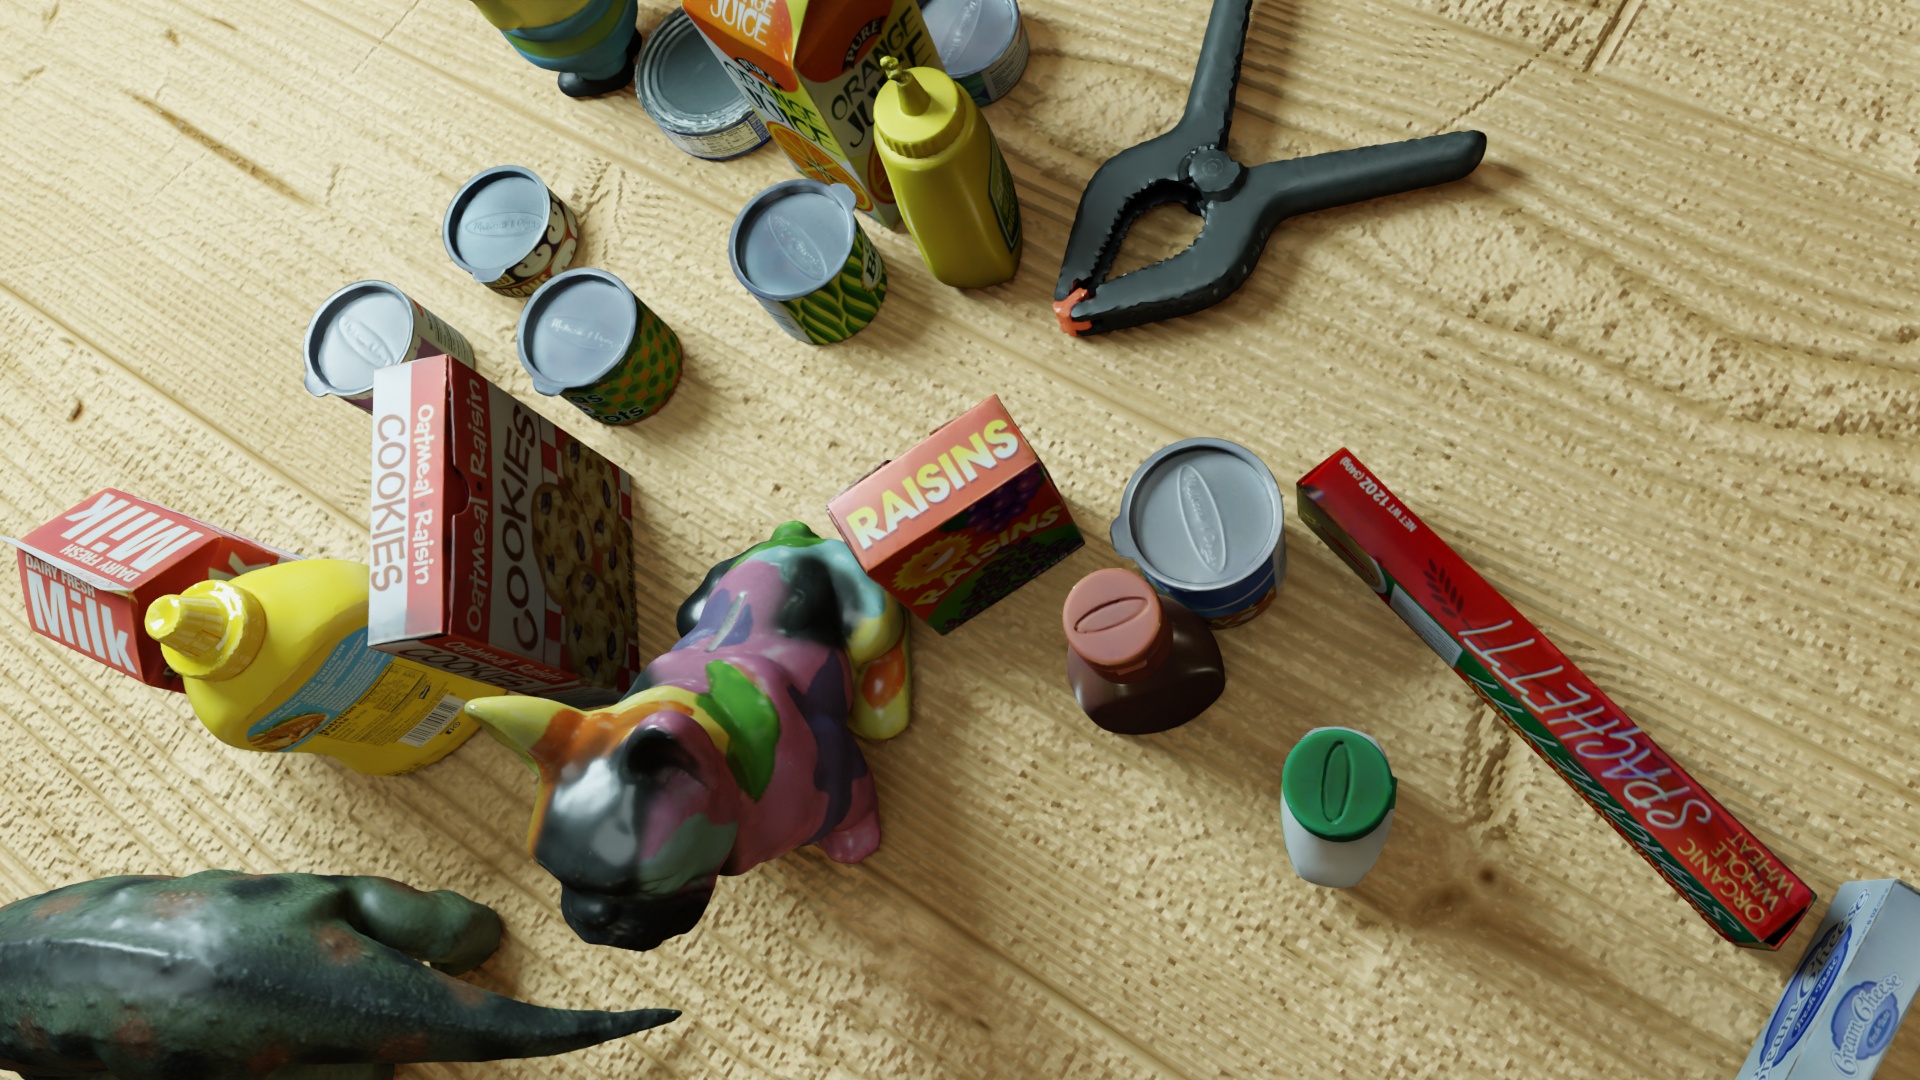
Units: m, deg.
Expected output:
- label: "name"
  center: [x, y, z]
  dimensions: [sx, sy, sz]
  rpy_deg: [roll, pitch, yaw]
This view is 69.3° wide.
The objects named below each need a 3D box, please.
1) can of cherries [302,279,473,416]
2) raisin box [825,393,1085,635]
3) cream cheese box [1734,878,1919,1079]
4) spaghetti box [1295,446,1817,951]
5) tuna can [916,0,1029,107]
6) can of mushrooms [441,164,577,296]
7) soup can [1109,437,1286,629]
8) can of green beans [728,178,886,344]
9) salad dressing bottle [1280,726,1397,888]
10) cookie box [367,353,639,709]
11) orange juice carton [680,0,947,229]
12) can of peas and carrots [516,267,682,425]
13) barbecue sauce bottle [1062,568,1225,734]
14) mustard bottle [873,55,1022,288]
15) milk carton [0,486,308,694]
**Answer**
- label: "can of cherries"
  center: [-0.310, -0.097, 0.752]
  dimensions: [0.071, 0.058, 0.071]
  rpy_deg: [-4, 74, 13]
- label: "raisin box"
  center: [0.002, -0.008, 0.613]
  dimensions: [0.086, 0.123, 0.040]
  rpy_deg: [-33, 69, 3]
- label: "cream cheese box"
  center: [0.325, 0.176, 0.516]
  dimensions: [0.024, 0.053, 0.104]
  rpy_deg: [31, 84, 20]
- label: "spaghetti box"
  center: [0.236, 0.061, 0.574]
  dimensions: [0.028, 0.050, 0.250]
  rpy_deg: [-41, 69, 0]
- label: "tuna can"
  center: [0.000, -0.266, 0.738]
  dimensions: [0.071, 0.032, 0.071]
  rpy_deg: [-4, 73, 13]
- label: "can of mushrooms"
  center: [-0.250, -0.169, 0.772]
  dimensions: [0.071, 0.033, 0.071]
  rpy_deg: [-4, 73, 13]
- label: "soup can"
  center: [0.105, 0.000, 0.606]
  dimensions: [0.071, 0.083, 0.071]
  rpy_deg: [-4, 74, 13]
- label: "can of green beans"
  center: [-0.076, -0.140, 0.707]
  dimensions: [0.071, 0.057, 0.071]
  rpy_deg: [-4, 74, 13]
- label: "salad dressing bottle"
  center: [0.144, 0.099, 0.533]
  dimensions: [0.044, 0.147, 0.064]
  rpy_deg: [7, 76, 16]
- label: "cookie box"
  center: [-0.203, 0.003, 0.638]
  dimensions: [0.040, 0.167, 0.123]
  rpy_deg: [-11, 72, 11]
- label: "orange juice carton"
  center: [-0.064, -0.234, 0.659]
  dimensions: [0.072, 0.192, 0.073]
  rpy_deg: [35, 86, 20]
- label: "can of peas and carrots"
  center: [-0.187, -0.097, 0.721]
  dimensions: [0.071, 0.058, 0.071]
  rpy_deg: [-4, 74, 13]
- label: "barbecue sauce bottle"
  center: [0.072, 0.047, 0.566]
  dimensions: [0.065, 0.148, 0.044]
  rpy_deg: [-20, 71, 8]
- label: "mustard bottle"
  center: [-0.007, -0.174, 0.644]
  dimensions: [0.049, 0.160, 0.065]
  rpy_deg: [-6, 73, 13]
- label: "milk carton"
  center: [-0.351, 0.032, 0.654]
  dimensions: [0.072, 0.190, 0.073]
  rpy_deg: [19, 80, 18]
